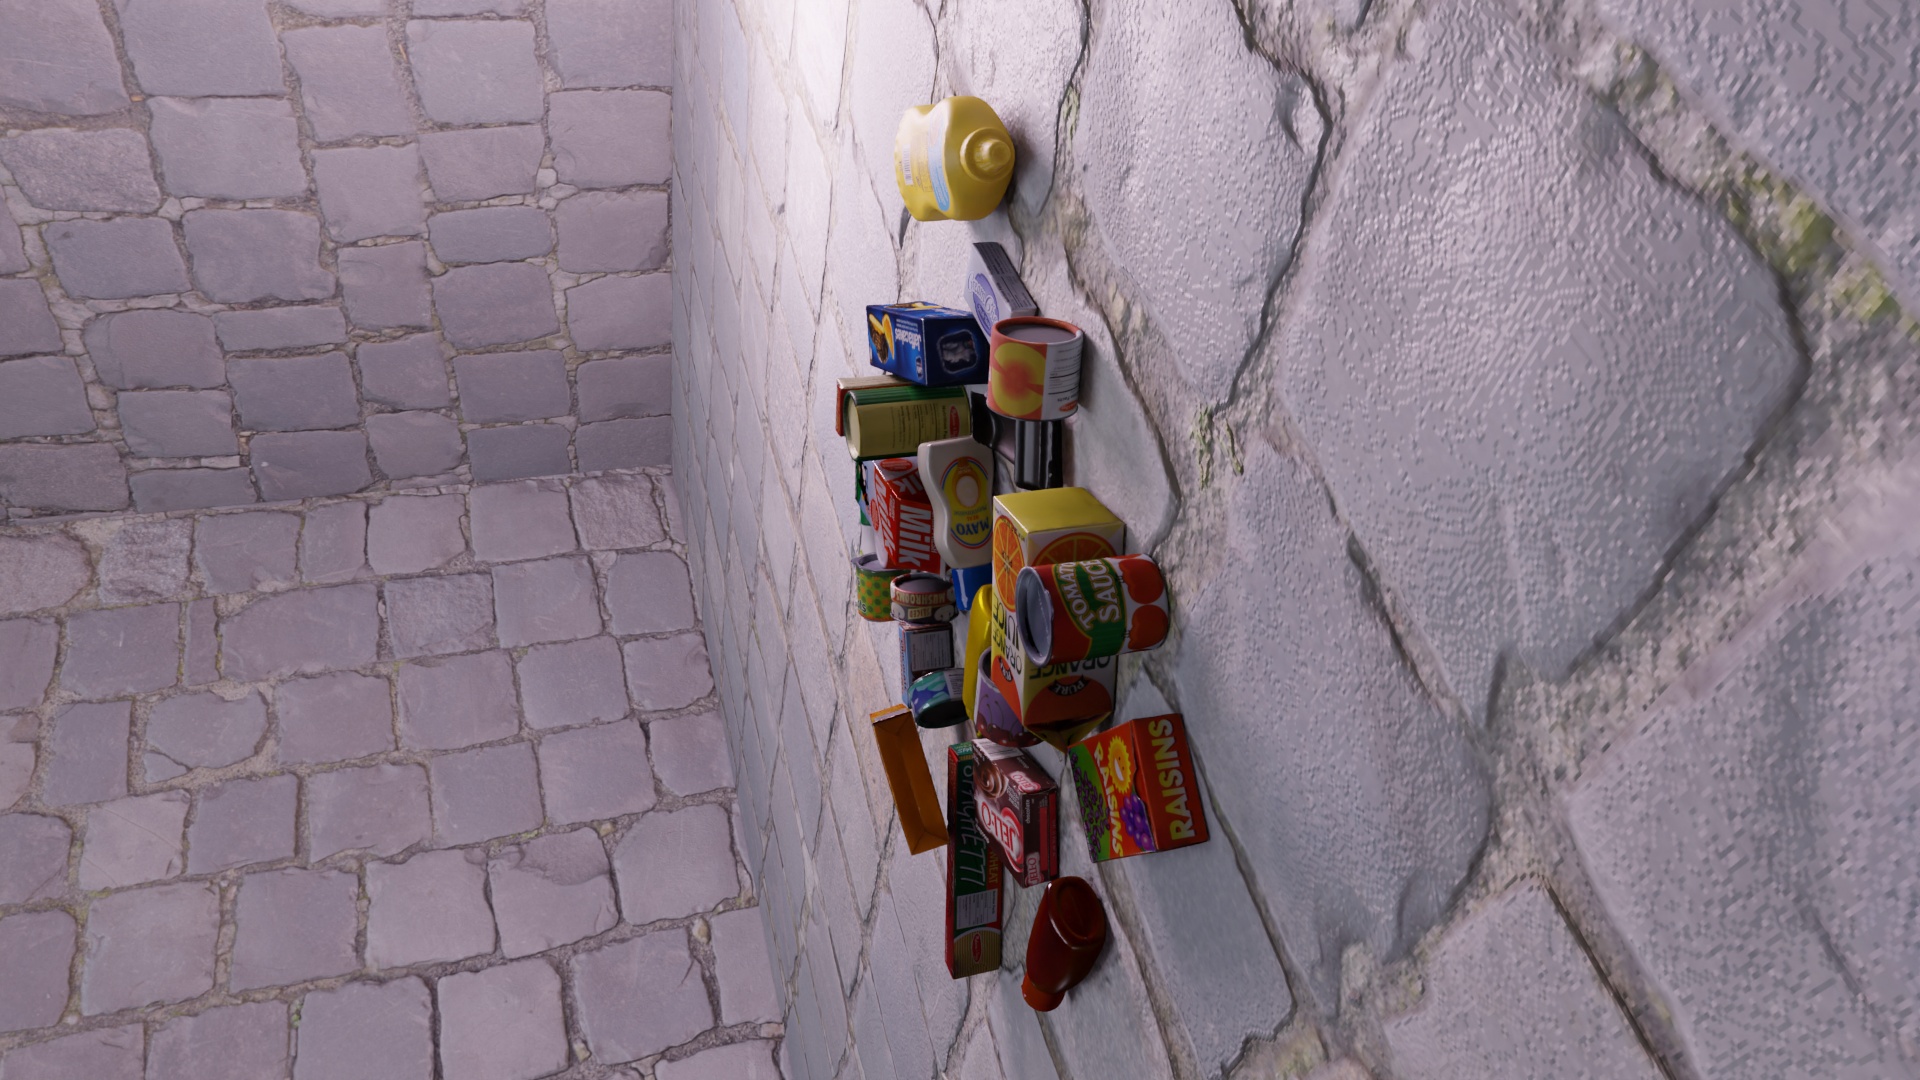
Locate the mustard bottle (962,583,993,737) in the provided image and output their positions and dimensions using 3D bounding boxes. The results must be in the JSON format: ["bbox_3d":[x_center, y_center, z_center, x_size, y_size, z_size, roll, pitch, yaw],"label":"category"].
[{"bbox_3d":[0.028,0.110,1.183,0.065,0.049,0.159,-100,13,-49],"label":"mustard bottle"}]

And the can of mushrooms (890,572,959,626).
[{"bbox_3d":[-0.035,0.056,1.336,0.071,0.071,0.033,-138,45,-65],"label":"can of mushrooms"}]

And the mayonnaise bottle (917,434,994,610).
[{"bbox_3d":[0.004,-0.015,1.200,0.041,0.065,0.148,-175,74,-69],"label":"mayonnaise bottle"}]

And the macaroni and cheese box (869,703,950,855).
[{"bbox_3d":[-0.049,0.220,1.306,0.166,0.040,0.123,136,118,-84],"label":"macaroni and cheese box"}]

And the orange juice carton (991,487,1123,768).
[{"bbox_3d":[0.067,0.064,1.002,0.072,0.073,0.191,-130,37,-61],"label":"orange juice carton"}]

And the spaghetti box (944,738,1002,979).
[{"bbox_3d":[0.014,0.299,1.301,0.029,0.050,0.249,-133,40,-61],"label":"spaghetti box"}]

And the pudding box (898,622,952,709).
[{"bbox_3d":[-0.035,0.123,1.392,0.030,0.050,0.083,-147,52,-70],"label":"pudding box"}]

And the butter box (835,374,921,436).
[{"bbox_3d":[-0.066,-0.129,1.310,0.024,0.104,0.052,-121,29,-55],"label":"butter box"}]

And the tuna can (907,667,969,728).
[{"bbox_3d":[-0.016,0.150,1.310,0.070,0.071,0.033,110,148,-56],"label":"tuna can"}]

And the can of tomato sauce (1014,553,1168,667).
[{"bbox_3d":[0.086,0.044,0.912,0.071,0.083,0.071,175,89,-73],"label":"can of tomato sauce"}]

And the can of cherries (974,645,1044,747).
[{"bbox_3d":[0.047,0.123,1.104,0.072,0.071,0.058,-119,27,-51],"label":"can of cherries"}]

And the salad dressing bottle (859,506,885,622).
[{"bbox_3d":[-0.091,0.015,1.544,0.064,0.044,0.147,-150,56,-68],"label":"salad dressing bottle"}]

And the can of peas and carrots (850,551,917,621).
[{"bbox_3d":[-0.080,0.048,1.476,0.071,0.071,0.058,-139,44,-65],"label":"can of peas and carrots"}]

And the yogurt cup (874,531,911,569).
[{"bbox_3d":[-0.055,-0.001,1.406,0.072,0.054,0.072,175,89,-74],"label":"yogurt cup"}]

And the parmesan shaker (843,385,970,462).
[{"bbox_3d":[-0.050,-0.111,1.263,0.071,0.103,0.071,175,89,-73],"label":"parmesan shaker"}]

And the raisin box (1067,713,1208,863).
[{"bbox_3d":[0.116,0.169,0.937,0.123,0.040,0.086,134,128,-67],"label":"raisin box"}]

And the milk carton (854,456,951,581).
[{"bbox_3d":[-0.042,-0.035,1.318,0.191,0.073,0.072,-125,33,-57],"label":"milk carton"}]

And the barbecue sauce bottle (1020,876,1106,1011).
[{"bbox_3d":[0.078,0.331,1.114,0.147,0.044,0.065,102,155,-47],"label":"barbecue sauce bottle"}]

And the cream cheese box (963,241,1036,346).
[{"bbox_3d":[0.031,-0.190,1.107,0.104,0.024,0.053,-114,26,-44],"label":"cream cheese box"}]

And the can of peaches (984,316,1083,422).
[{"bbox_3d":[0.051,-0.123,0.989,0.071,0.071,0.057,-125,34,-57],"label":"can of peaches"}]
